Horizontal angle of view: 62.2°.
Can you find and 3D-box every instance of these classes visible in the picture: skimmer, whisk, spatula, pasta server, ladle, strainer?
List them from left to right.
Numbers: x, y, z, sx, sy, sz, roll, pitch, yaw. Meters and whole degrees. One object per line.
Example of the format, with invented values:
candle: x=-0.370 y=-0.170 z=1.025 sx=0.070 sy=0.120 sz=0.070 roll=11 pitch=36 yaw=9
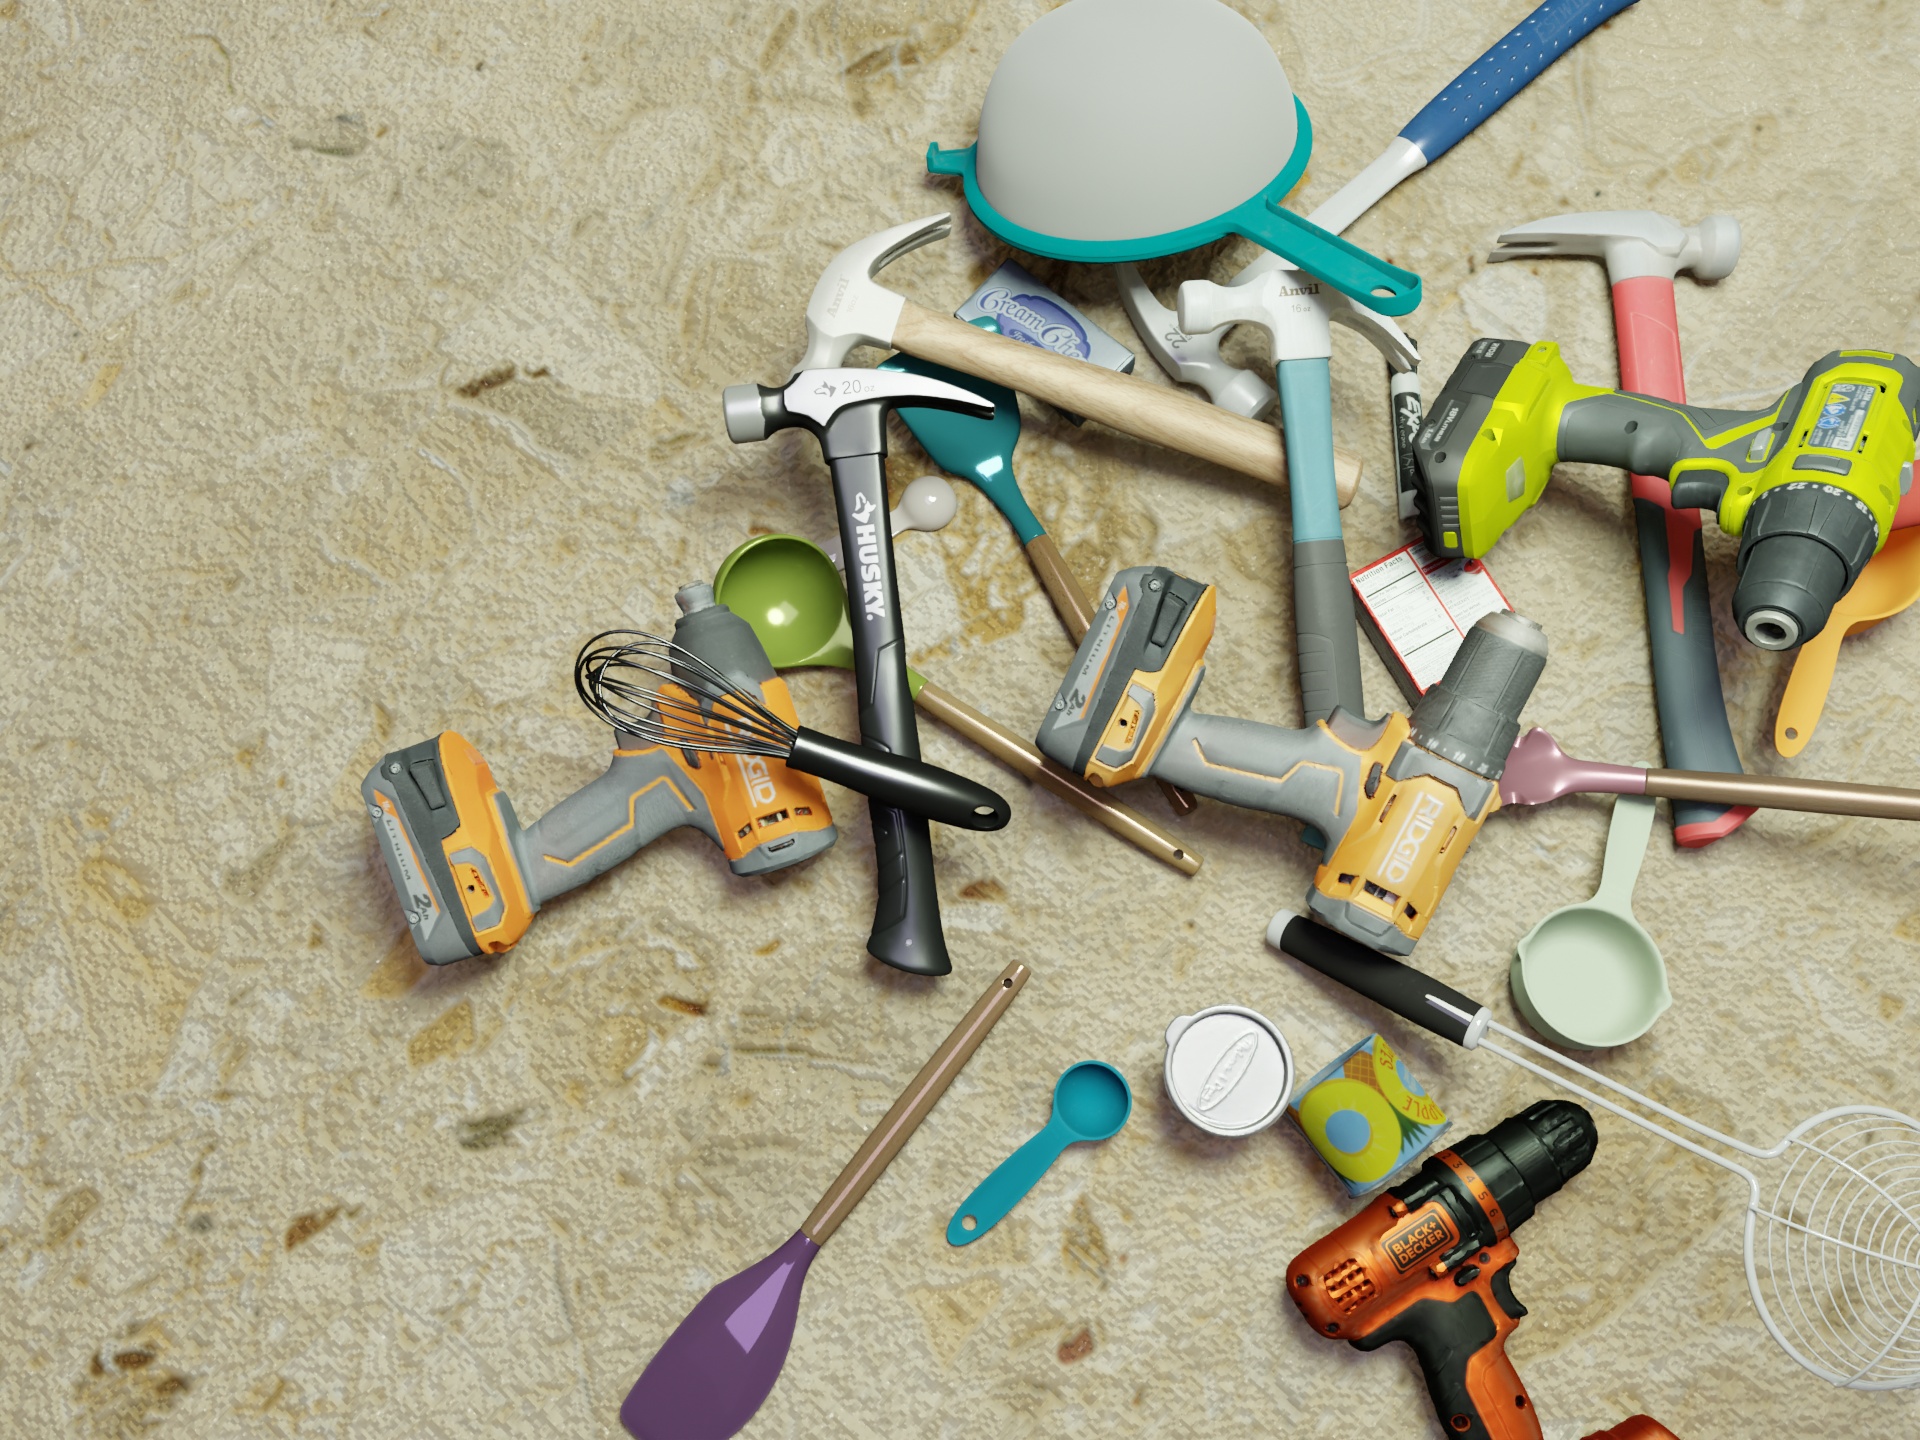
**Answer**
whisk: x=-0.084 y=0.011 z=0.822 sx=0.239 sy=0.055 sz=0.055 roll=20 pitch=76 yaw=-9
spatula: x=-0.062 y=0.257 z=0.850 sx=0.060 sy=0.018 sz=0.316 roll=37 pitch=80 yaw=10
ladle: x=-0.001 y=-0.003 z=0.900 sx=0.320 sy=0.062 sz=0.078 roll=32 pitch=91 yaw=7
spatula: x=0.056 y=-0.086 z=0.925 sx=0.082 sy=0.044 sz=0.318 roll=-26 pitch=77 yaw=-9
strainer: x=0.133 y=-0.332 z=0.894 sx=0.211 sy=0.095 sz=0.341 roll=-32 pitch=50 yaw=-14
skimmer: x=0.320 y=0.194 z=0.802 sx=0.364 sy=0.090 sz=0.127 roll=26 pitch=76 yaw=34
pasta server: x=0.395 y=0.033 z=0.847 sx=0.316 sy=0.040 sz=0.060 roll=5 pitch=70 yaw=20

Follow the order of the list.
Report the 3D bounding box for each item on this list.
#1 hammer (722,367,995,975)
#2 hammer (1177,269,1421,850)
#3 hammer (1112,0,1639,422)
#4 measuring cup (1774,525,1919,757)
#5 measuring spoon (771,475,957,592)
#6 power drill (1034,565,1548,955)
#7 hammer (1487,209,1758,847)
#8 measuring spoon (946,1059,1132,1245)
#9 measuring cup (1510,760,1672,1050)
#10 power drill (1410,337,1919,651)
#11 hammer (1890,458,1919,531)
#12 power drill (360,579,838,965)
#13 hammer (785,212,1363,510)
hammer: x=-0.037 y=-0.027 z=0.868 sx=0.146 sy=0.035 sz=0.335 roll=-7 pitch=89 yaw=0
hammer: x=0.199 y=-0.086 z=0.887 sx=0.128 sy=0.033 sz=0.331 roll=-5 pitch=89 yaw=0
hammer: x=0.270 y=-0.354 z=0.994 sx=0.405 sy=0.035 sz=0.144 roll=-41 pitch=78 yaw=-9
measuring cup: x=0.480 y=-0.053 z=0.898 sx=0.095 sy=0.052 sz=0.174 roll=22 pitch=79 yaw=7
measuring spoon: x=-0.058 y=-0.110 z=0.949 sx=0.124 sy=0.018 sz=0.034 roll=-29 pitch=76 yaw=-5
power drill: x=0.176 y=-0.007 z=0.833 sx=0.226 sy=0.084 sz=0.185 roll=28 pitch=100 yaw=10
hammer: x=0.396 y=-0.119 z=0.925 sx=0.143 sy=0.038 sz=0.386 roll=0 pitch=75 yaw=3
measuring spoon: x=0.041 y=0.234 z=0.857 sx=0.128 sy=0.021 sz=0.042 roll=-45 pitch=79 yaw=0
measuring cup: x=0.351 y=0.101 z=0.871 sx=0.083 sy=0.038 sz=0.168 roll=20 pitch=69 yaw=8
power drill: x=0.360 y=-0.124 z=0.828 sx=0.229 sy=0.080 sz=0.191 roll=15 pitch=54 yaw=34
hammer: x=0.624 y=-0.139 z=0.889 sx=0.359 sy=0.036 sz=0.149 roll=-14 pitch=72 yaw=-14
power drill: x=-0.198 y=0.028 z=0.868 sx=0.226 sy=0.084 sz=0.164 roll=-18 pitch=94 yaw=-5
hammer: x=0.073 y=-0.193 z=0.918 sx=0.331 sy=0.031 sz=0.130 roll=18 pitch=87 yaw=-2
